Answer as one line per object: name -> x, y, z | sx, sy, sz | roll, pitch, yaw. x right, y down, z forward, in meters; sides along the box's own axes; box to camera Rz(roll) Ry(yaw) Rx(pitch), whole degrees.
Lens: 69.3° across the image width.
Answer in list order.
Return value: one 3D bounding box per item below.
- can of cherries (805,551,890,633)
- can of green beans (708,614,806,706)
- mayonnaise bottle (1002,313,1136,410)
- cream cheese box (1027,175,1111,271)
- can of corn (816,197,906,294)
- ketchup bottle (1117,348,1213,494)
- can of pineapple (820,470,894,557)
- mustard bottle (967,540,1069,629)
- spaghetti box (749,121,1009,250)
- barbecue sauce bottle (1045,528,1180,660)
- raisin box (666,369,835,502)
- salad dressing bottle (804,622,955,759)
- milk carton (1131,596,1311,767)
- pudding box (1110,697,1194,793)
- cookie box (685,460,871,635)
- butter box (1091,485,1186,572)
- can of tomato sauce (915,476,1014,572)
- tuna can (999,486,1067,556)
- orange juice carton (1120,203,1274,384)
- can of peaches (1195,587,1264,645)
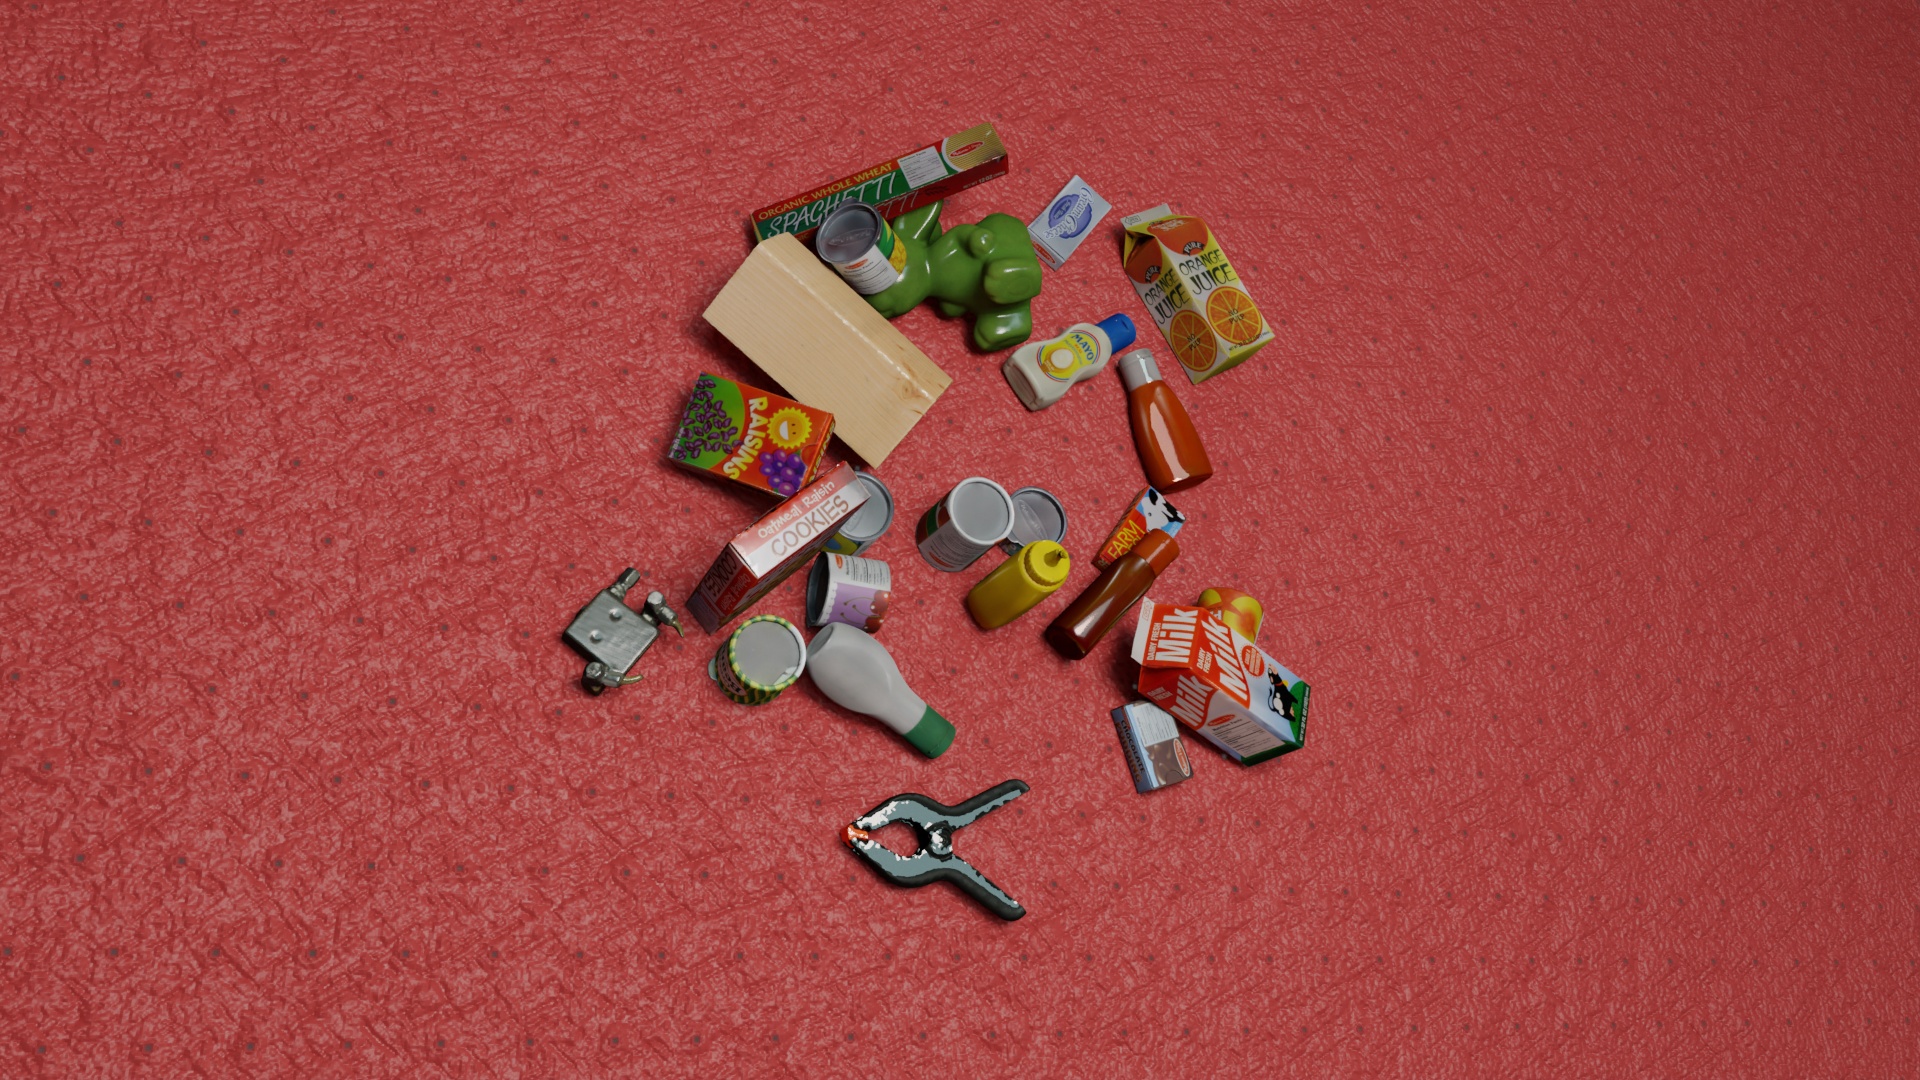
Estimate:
can of cherries -> -0.099, 0.048, 1.219 | 0.058, 0.071, 0.072 | 10, 68, -21
can of green beans -> -0.169, 0.101, 1.170 | 0.071, 0.057, 0.071 | 8, 68, -20
mayonnaise bottle -> 0.115, -0.188, 1.412 | 0.149, 0.041, 0.065 | -31, 83, -29
cream cheese box -> 0.113, -0.339, 1.477 | 0.053, 0.024, 0.104 | 41, 60, -5
can of corn -> -0.091, -0.273, 1.290 | 0.071, 0.058, 0.071 | -9, 65, 20
ketchup bottle -> 0.205, -0.124, 1.425 | 0.065, 0.043, 0.149 | -14, 76, -28
can of pineapple -> -0.101, -0.023, 1.247 | 0.071, 0.057, 0.071 | 8, 68, -21
mustard bottle -> 0.060, 0.033, 1.237 | 0.065, 0.159, 0.049 | -30, 83, -30
spaghetti box -> -0.078, -0.332, 1.326 | 0.250, 0.028, 0.050 | -22, 60, -2
barbecue sauce bottle -> 0.146, 0.048, 1.309 | 0.149, 0.064, 0.043 | -43, 94, -19
raisin box -> -0.181, -0.088, 1.215 | 0.123, 0.040, 0.086 | 19, 79, 5
salad dressing bottle -> -0.068, 0.132, 1.198 | 0.147, 0.064, 0.044 | 42, 17, -18
milk carton -> 0.234, 0.129, 1.300 | 0.190, 0.073, 0.073 | 34, 50, -21
pudding box -> 0.180, 0.191, 1.303 | 0.050, 0.030, 0.084 | -12, 76, -28
cookie box -> -0.154, 0.008, 1.149 | 0.123, 0.166, 0.040 | -39, 89, -30
butter box -> 0.178, -0.001, 1.378 | 0.053, 0.024, 0.104 | 41, 61, -5
can of tomato sauce -> 0.005, -0.016, 1.275 | 0.071, 0.082, 0.071 | 8, 69, -21
tuna can -> 0.064, -0.015, 1.329 | 0.071, 0.032, 0.071 | 8, 68, -20
orange juice carton -> 0.243, -0.271, 1.480 | 0.072, 0.072, 0.193 | -26, 82, -29
can of peaches -> 0.255, 0.085, 1.354 | 0.071, 0.071, 0.058 | 30, 62, -11
